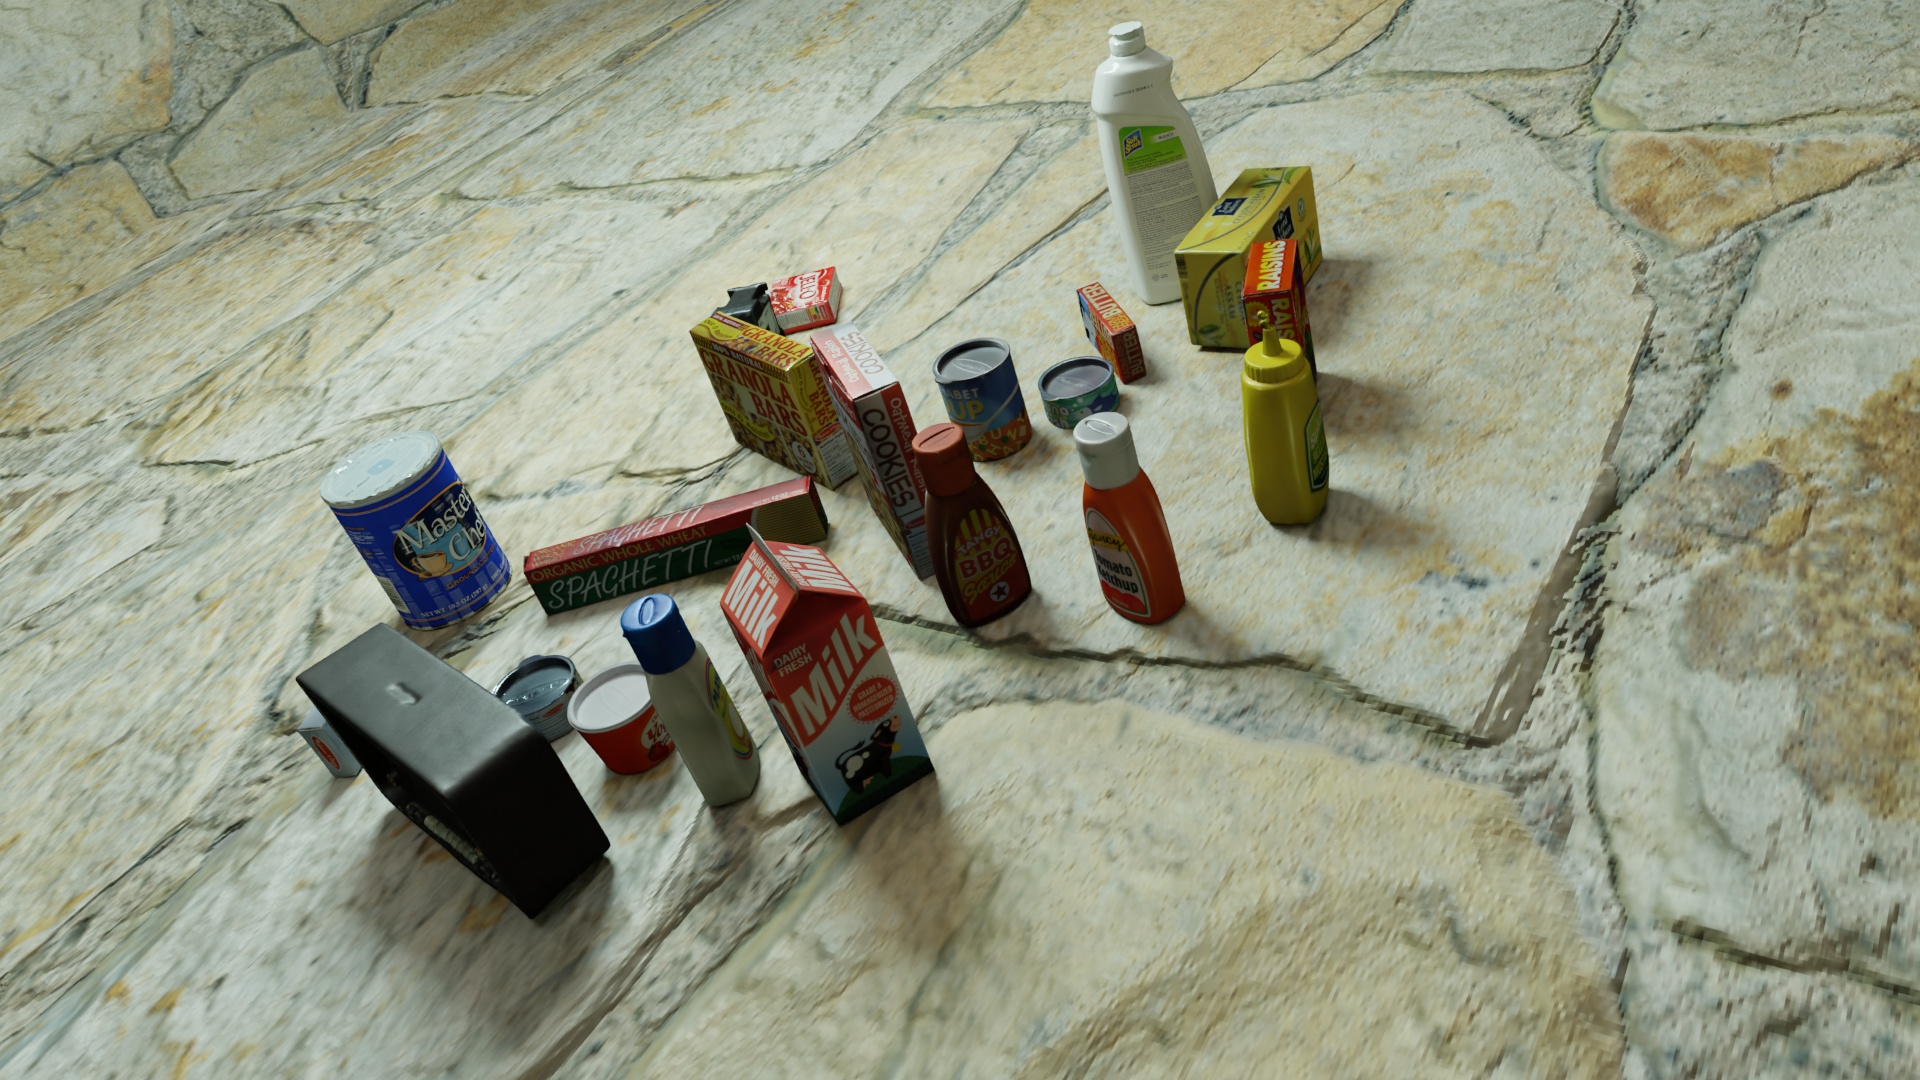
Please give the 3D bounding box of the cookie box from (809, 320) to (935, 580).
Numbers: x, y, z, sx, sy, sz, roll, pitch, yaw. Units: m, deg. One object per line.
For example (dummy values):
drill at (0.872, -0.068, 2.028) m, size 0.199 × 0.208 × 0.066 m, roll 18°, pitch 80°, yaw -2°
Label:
cookie box at (-0.059, -0.069, 1.061) m, size 0.040 × 0.166 × 0.123 m, roll -24°, pitch 35°, yaw -8°

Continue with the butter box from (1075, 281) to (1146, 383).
butter box at (0.133, -0.185, 1.233) m, size 0.024 × 0.053 × 0.104 m, roll -21°, pitch 35°, yaw -3°

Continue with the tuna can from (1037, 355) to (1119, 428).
tuna can at (0.100, -0.125, 1.183) m, size 0.071 × 0.032 × 0.071 m, roll -12°, pitch 35°, yaw 9°

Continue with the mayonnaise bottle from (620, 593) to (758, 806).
mayonnaise bottle at (-0.173, 0.101, 0.896) m, size 0.041 × 0.147 × 0.065 m, roll -16°, pitch 35°, yaw 4°

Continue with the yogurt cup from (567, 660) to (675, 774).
yogurt cup at (-0.232, 0.126, 0.971) m, size 0.072 × 0.053 × 0.073 m, roll -12°, pitch 35°, yaw 9°

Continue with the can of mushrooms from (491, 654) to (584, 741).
can of mushrooms at (-0.313, 0.118, 1.037) m, size 0.071 × 0.033 × 0.071 m, roll -12°, pitch 35°, yaw 9°

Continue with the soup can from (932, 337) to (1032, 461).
soup can at (0.017, -0.117, 1.164) m, size 0.071 × 0.083 × 0.072 m, roll -12°, pitch 35°, yaw 9°

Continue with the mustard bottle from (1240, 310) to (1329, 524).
mustard bottle at (0.223, -0.087, 0.963) m, size 0.049 × 0.159 × 0.066 m, roll 4°, pitch 40°, yaw 29°

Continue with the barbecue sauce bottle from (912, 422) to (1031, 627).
barbecue sauce bottle at (0.003, -0.012, 0.970) m, size 0.065 × 0.147 × 0.044 m, roll -30°, pitch 36°, yaw -16°

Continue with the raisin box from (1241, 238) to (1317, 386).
raisin box at (0.250, -0.161, 1.084) m, size 0.040 × 0.122 × 0.086 m, roll -4°, pitch 37°, yaw 21°

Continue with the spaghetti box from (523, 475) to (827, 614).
spaghetti box at (-0.234, 0.005, 1.142) m, size 0.250 × 0.050 × 0.029 m, roll -15°, pitch 35°, yaw 5°

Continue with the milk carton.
milk carton at (-0.087, 0.077, 0.852) m, size 0.073 × 0.189 × 0.072 m, roll -29°, pitch 36°, yaw -15°

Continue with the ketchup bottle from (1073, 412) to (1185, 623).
ketchup bottle at (0.109, -0.016, 0.926) m, size 0.044 × 0.148 × 0.065 m, roll -35°, pitch 38°, yaw -22°

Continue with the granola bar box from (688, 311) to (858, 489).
granola bar box at (-0.163, -0.125, 1.223) m, size 0.039 × 0.123 × 0.166 m, roll -36°, pitch 38°, yaw -24°

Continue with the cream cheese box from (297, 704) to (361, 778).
cream cheese box at (-0.467, 0.128, 1.075) m, size 0.024 × 0.053 × 0.104 m, roll -9°, pitch 36°, yaw 14°
